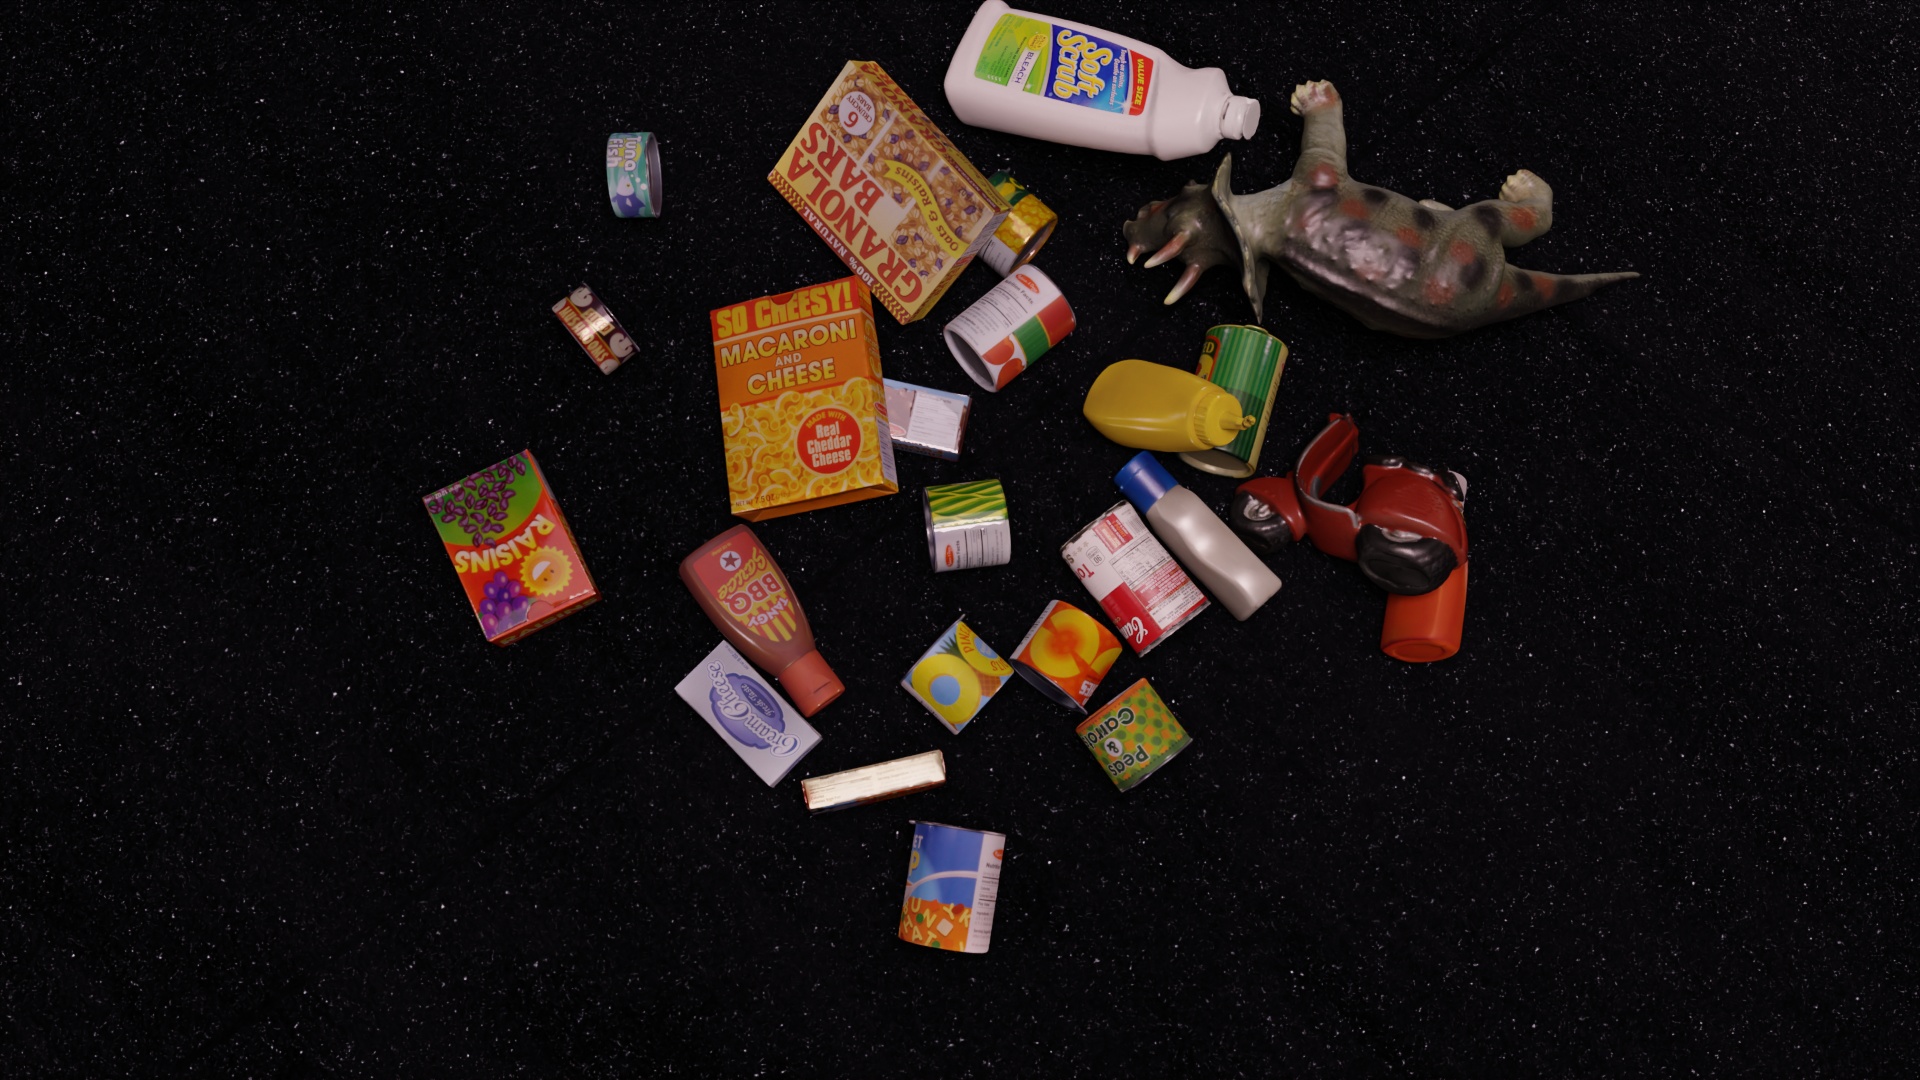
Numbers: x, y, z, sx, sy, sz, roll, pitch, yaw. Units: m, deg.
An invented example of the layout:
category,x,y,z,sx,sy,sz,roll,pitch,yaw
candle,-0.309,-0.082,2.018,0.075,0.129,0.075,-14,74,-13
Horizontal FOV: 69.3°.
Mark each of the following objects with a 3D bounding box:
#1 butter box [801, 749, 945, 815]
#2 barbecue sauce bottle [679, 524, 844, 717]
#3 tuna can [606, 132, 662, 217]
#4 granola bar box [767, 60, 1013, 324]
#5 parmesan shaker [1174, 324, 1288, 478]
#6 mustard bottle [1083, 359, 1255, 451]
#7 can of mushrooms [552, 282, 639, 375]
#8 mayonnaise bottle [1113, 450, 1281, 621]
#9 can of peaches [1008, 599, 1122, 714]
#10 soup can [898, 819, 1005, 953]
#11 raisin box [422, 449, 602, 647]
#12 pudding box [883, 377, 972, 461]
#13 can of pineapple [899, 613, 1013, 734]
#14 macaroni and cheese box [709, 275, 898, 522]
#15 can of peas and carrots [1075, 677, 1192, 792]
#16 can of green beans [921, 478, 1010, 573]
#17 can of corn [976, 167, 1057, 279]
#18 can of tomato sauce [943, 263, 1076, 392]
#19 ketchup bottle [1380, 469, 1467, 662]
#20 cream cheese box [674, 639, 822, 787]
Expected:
category,x,y,z,sx,sy,sz,roll,pitch,yaw
butter box,-0.062,0.177,1.015,0.103,0.053,0.024,-12,76,-7
barbecue sauce bottle,-0.144,0.063,1.039,0.065,0.043,0.148,-34,82,-25
tuna can,-0.257,-0.289,1.096,0.033,0.071,0.071,-2,78,-3
granola bar box,-0.056,-0.271,1.086,0.165,0.039,0.123,48,122,7
parmesan shaker,0.211,-0.109,1.087,0.071,0.071,0.103,18,77,0
mustard bottle,0.162,-0.096,1.043,0.048,0.160,0.065,37,80,-37
can of mushrooms,-0.280,-0.162,1.067,0.033,0.071,0.071,-39,83,-9
mayonnaise bottle,0.181,-0.005,1.068,0.041,0.064,0.148,-40,79,-10
can of peaches,0.081,0.087,1.037,0.071,0.071,0.058,35,77,4
soup can,-0.009,0.247,0.997,0.071,0.071,0.084,10,78,-2
raisin box,-0.335,0.006,1.042,0.086,0.040,0.123,-26,81,-10
pudding box,-0.037,-0.096,1.089,0.084,0.030,0.050,12,78,-1
can of pineapple,-0.001,0.100,1.029,0.058,0.071,0.071,43,79,5
macaroni and cheese box,-0.121,-0.108,1.063,0.123,0.040,0.166,-11,78,13
can of peas and carrots,0.126,0.144,1.026,0.071,0.071,0.059,-35,82,-10
can of green beans,0.004,-0.011,1.054,0.058,0.071,0.071,-7,78,-6
can of corn,0.037,-0.253,1.110,0.058,0.071,0.071,41,79,5
can of tomato sauce,0.039,-0.165,1.092,0.083,0.071,0.071,-40,83,-10
ketchup bottle,0.364,0.018,1.076,0.043,0.064,0.149,23,68,-19
cream cheese box,-0.158,0.129,1.034,0.104,0.024,0.053,44,80,6
